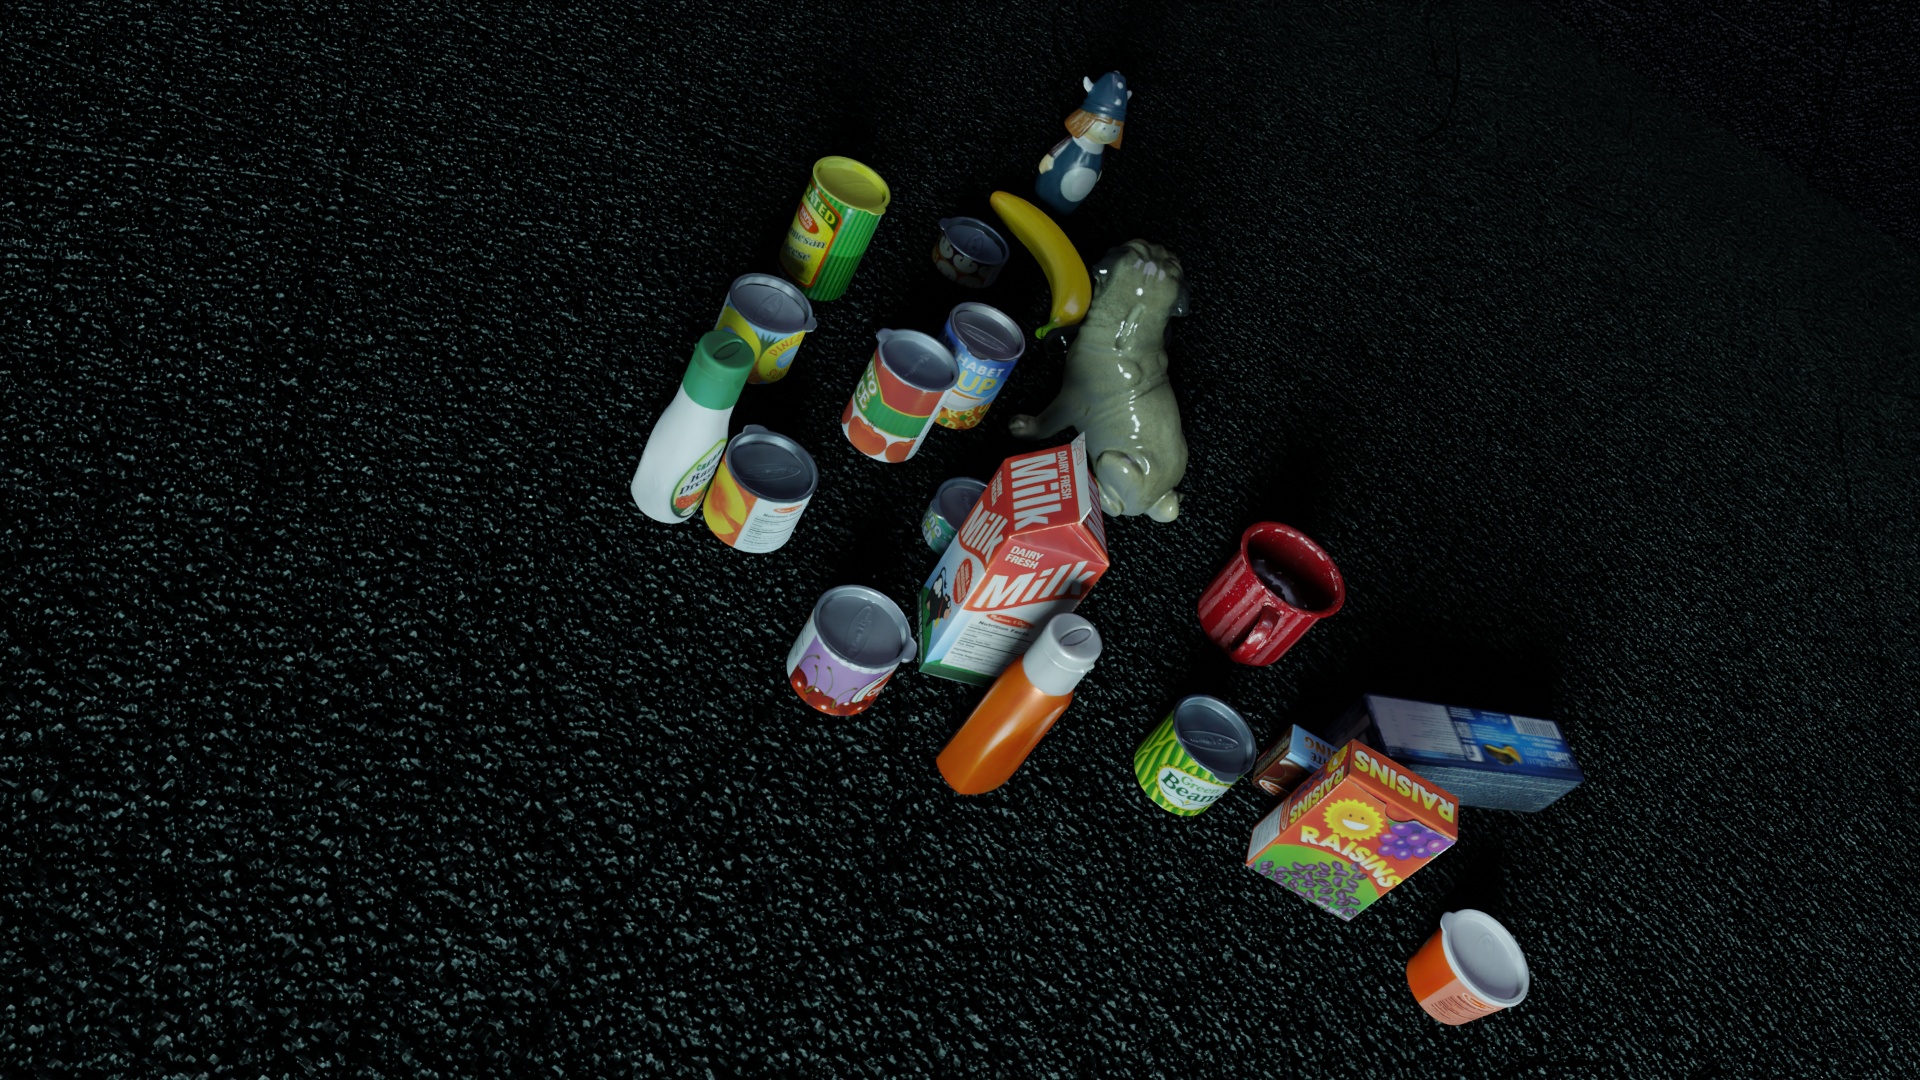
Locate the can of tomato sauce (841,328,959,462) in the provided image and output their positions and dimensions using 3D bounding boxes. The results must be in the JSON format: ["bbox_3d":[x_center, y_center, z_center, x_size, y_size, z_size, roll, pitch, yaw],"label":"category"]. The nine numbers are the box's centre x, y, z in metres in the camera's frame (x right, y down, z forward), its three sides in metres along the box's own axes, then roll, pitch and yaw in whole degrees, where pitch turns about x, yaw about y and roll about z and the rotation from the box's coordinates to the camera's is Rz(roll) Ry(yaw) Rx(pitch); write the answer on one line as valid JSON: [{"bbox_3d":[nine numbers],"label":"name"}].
[{"bbox_3d":[-0.049,-0.112,1.070,0.071,0.082,0.071,17,45,-17],"label":"can of tomato sauce"}]

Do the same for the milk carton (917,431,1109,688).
[{"bbox_3d":[0.040,0.014,0.926,0.073,0.189,0.073,16,45,-18],"label":"milk carton"}]

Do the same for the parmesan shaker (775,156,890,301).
[{"bbox_3d":[-0.106,-0.256,1.155,0.071,0.102,0.072,17,45,-17],"label":"parmesan shaker"}]

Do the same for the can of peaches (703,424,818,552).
[{"bbox_3d":[-0.140,-0.035,0.963,0.071,0.057,0.071,17,45,-17],"label":"can of peaches"}]

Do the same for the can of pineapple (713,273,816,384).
[{"bbox_3d":[-0.153,-0.162,1.073,0.071,0.057,0.071,17,45,-17],"label":"can of pineapple"}]

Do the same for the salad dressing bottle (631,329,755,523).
[{"bbox_3d":[-0.175,-0.073,0.911,0.044,0.146,0.064,39,42,6],"label":"salad dressing bottle"}]

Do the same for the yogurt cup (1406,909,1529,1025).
[{"bbox_3d":[0.343,0.294,0.948,0.072,0.053,0.073,17,45,-17],"label":"yogurt cup"}]

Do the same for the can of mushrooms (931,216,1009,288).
[{"bbox_3d":[0.007,-0.267,1.285,0.071,0.033,0.071,17,45,-17],"label":"can of mushrooms"}]

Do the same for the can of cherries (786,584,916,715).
[{"bbox_3d":[-0.071,0.073,0.903,0.071,0.058,0.072,17,45,-17],"label":"can of cherries"}]

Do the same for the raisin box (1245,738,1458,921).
[{"bbox_3d":[0.263,0.198,0.939,0.086,0.122,0.040,30,42,-3],"label":"raisin box"}]

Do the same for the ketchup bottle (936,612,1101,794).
[{"bbox_3d":[0.040,0.103,0.874,0.065,0.148,0.043,-20,64,-42],"label":"ketchup bottle"}]

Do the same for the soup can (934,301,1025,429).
[{"bbox_3d":[0.004,-0.139,1.127,0.071,0.083,0.072,17,45,-17],"label":"soup can"}]

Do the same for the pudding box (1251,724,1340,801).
[{"bbox_3d":[0.263,0.175,1.014,0.084,0.049,0.030,29,42,-4],"label":"pudding box"}]

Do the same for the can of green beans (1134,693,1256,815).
[{"bbox_3d":[0.163,0.150,0.971,0.071,0.057,0.071,17,45,-17],"label":"can of green beans"}]

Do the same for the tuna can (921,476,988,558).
[{"bbox_3d":[0.004,-0.013,1.047,0.071,0.032,0.071,17,45,-17],"label":"tuna can"}]
